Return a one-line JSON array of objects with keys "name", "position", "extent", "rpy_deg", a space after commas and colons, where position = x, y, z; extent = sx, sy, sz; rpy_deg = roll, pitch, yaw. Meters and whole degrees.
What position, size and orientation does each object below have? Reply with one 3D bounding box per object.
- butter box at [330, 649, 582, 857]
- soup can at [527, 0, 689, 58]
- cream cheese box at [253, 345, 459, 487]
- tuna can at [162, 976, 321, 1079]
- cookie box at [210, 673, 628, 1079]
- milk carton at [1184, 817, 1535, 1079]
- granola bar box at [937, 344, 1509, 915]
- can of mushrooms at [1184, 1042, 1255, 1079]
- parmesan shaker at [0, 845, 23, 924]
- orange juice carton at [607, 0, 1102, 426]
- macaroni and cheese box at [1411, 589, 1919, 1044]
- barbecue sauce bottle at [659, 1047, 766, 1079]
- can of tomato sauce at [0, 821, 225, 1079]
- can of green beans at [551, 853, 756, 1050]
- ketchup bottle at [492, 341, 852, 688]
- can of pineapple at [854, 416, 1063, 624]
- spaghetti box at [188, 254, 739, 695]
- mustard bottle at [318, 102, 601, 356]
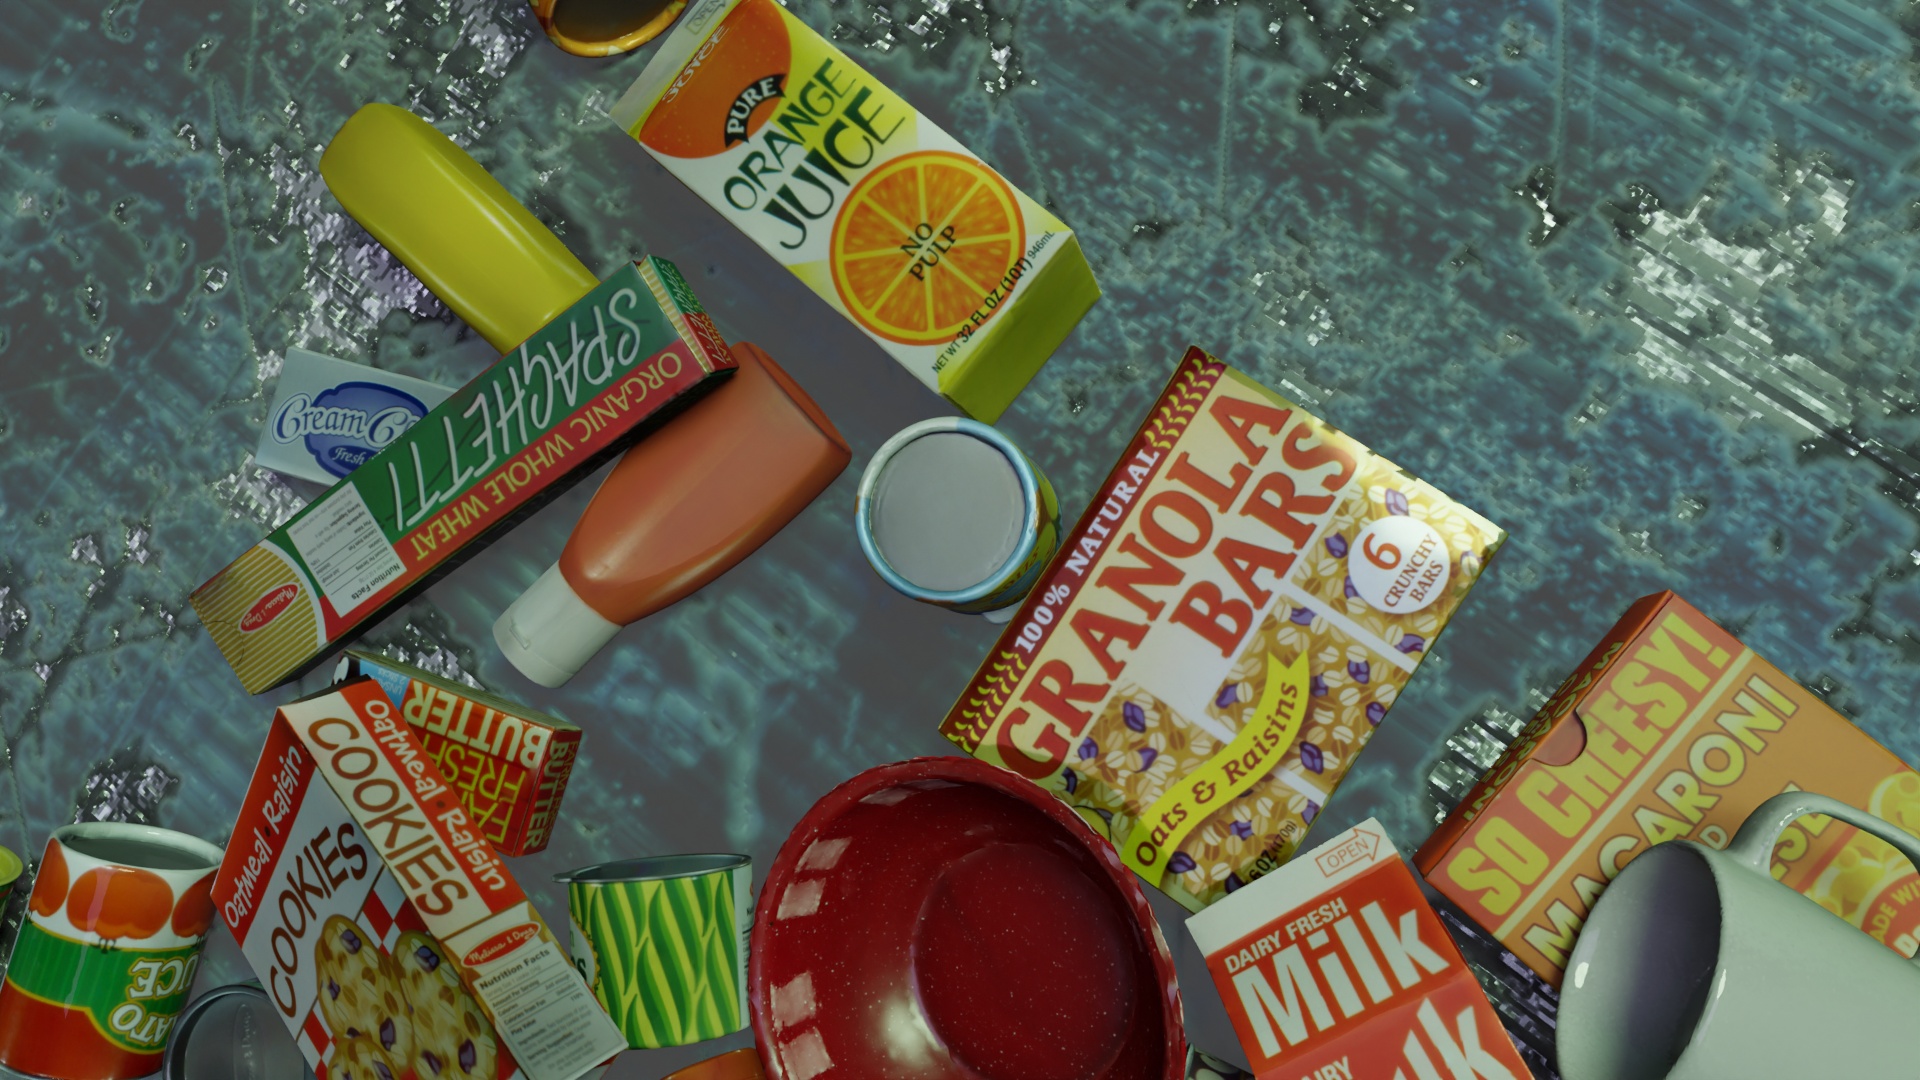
[{"name": "butter box", "position": [-0.206, 0.084, 0.551], "extent": [0.103, 0.024, 0.053], "rpy_deg": [17, 87, 14]}, {"name": "soup can", "position": [-0.156, -0.246, 0.558], "extent": [0.071, 0.071, 0.084], "rpy_deg": [-31, 79, 8]}, {"name": "cream cheese box", "position": [-0.236, -0.042, 0.573], "extent": [0.104, 0.024, 0.053], "rpy_deg": [15, 87, 14]}, {"name": "tuna can", "position": [-0.272, 0.205, 0.547], "extent": [0.071, 0.033, 0.071], "rpy_deg": [-1, 84, 12]}, {"name": "cookie box", "position": [-0.201, 0.151, 0.500], "extent": [0.168, 0.040, 0.122], "rpy_deg": [48, 124, 18]}, {"name": "milk carton", "position": [0.147, 0.185, 0.428], "extent": [0.072, 0.073, 0.190], "rpy_deg": [-31, 84, 8]}, {"name": "granola bar box", "position": [0.089, 0.034, 0.485], "extent": [0.124, 0.039, 0.165], "rpy_deg": [33, 91, 14]}, {"name": "can of mushrooms", "position": [0.077, 0.203, 0.452], "extent": [0.033, 0.071, 0.071], "rpy_deg": [24, 89, 12]}, {"name": "parmesan shaker", "position": [-0.442, 0.177, 0.573], "extent": [0.071, 0.071, 0.103], "rpy_deg": [19, 89, 14]}, {"name": "orange juice carton", "position": [-0.046, -0.131, 0.517], "extent": [0.193, 0.073, 0.072], "rpy_deg": [41, 94, 14]}, {"name": "macaroni and cheese box", "position": [0.251, 0.115, 0.440], "extent": [0.166, 0.040, 0.123], "rpy_deg": [40, 93, 13]}, {"name": "barbecue sauce bottle", "position": [-0.061, 0.241, 0.440], "extent": [0.065, 0.043, 0.149], "rpy_deg": [-22, 68, 0]}, {"name": "can of tomato sauce", "position": [-0.334, 0.162, 0.549], "extent": [0.071, 0.071, 0.083], "rpy_deg": [15, 87, 14]}, {"name": "can of green beans", "position": [-0.107, 0.146, 0.501], "extent": [0.071, 0.071, 0.058], "rpy_deg": [-5, 83, 12]}, {"name": "ketchup bottle", "position": [-0.114, -0.005, 0.532], "extent": [0.148, 0.043, 0.065], "rpy_deg": [-43, 75, 5]}, {"name": "can of pineapple", "position": [0.002, -0.006, 0.499], "extent": [0.071, 0.058, 0.071], "rpy_deg": [-1, 84, 12]}, {"name": "spaghetti box", "position": [-0.193, -0.020, 0.529], "extent": [0.249, 0.029, 0.050], "rpy_deg": [-31, 91, 18]}, {"name": "mustard bottle", "position": [-0.180, -0.105, 0.549], "extent": [0.160, 0.065, 0.049], "rpy_deg": [43, 96, 8]}]
